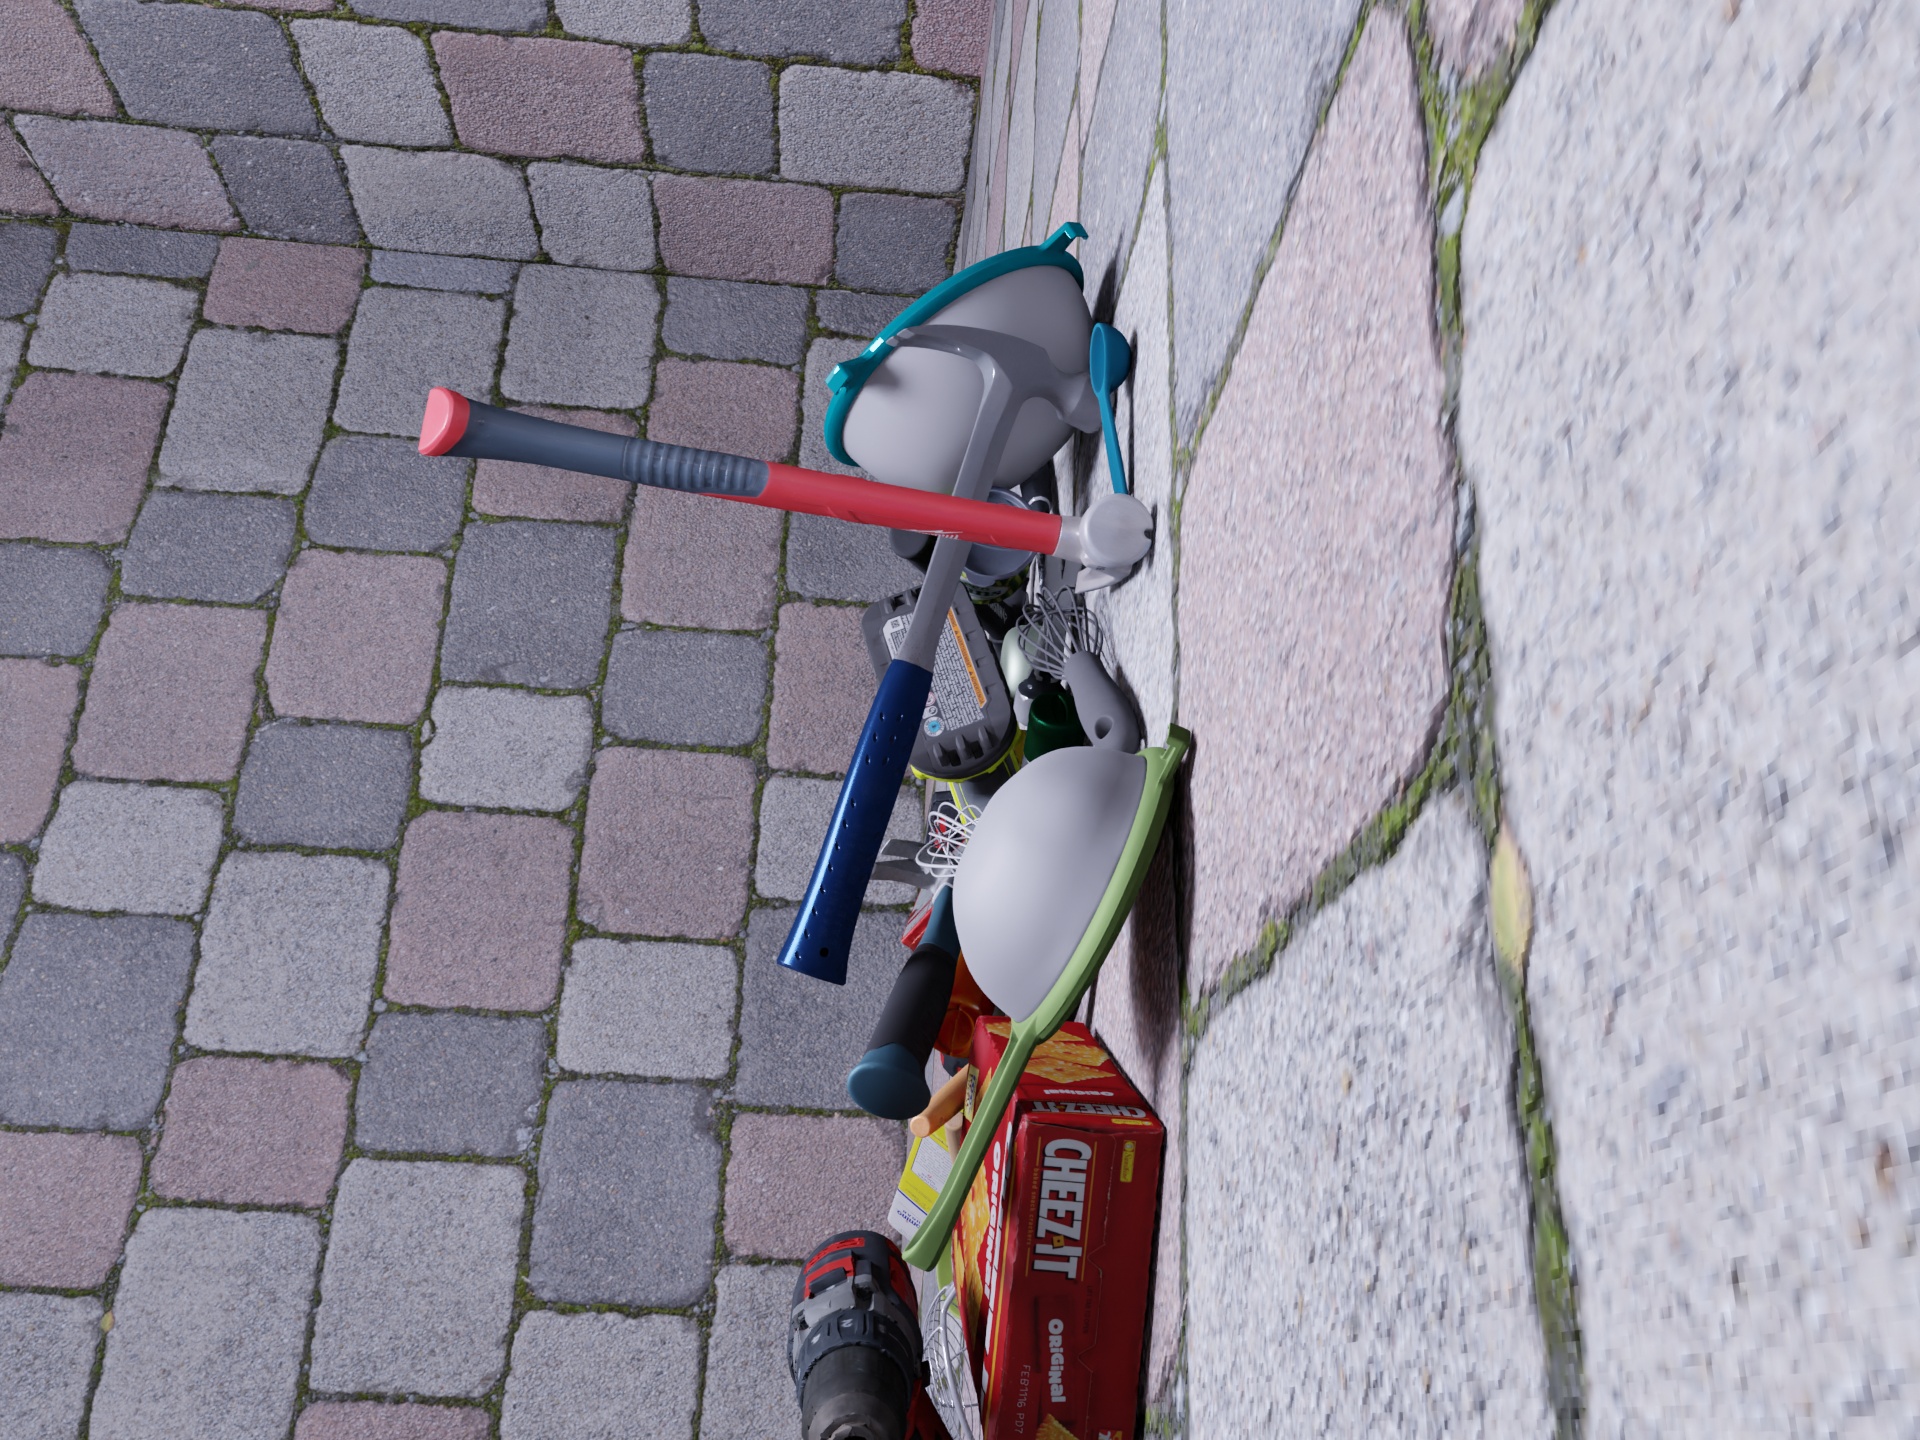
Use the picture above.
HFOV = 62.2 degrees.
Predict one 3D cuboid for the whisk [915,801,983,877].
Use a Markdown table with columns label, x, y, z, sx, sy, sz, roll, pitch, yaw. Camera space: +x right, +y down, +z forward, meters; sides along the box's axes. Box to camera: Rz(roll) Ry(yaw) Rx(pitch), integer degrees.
| label | x | y | z | sx | sy | sz | roll | pitch | yaw |
| --- | --- | --- | --- | --- | --- | --- | --- | --- | --- |
| whisk | 0.031 | 0.086 | 0.956 | 0.057 | 0.059 | 0.246 | 65 | 163 | -12 |

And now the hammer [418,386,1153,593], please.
| label | x | y | z | sx | sy | sz | roll | pitch | yaw |
| --- | --- | --- | --- | --- | --- | --- | --- | --- | --- |
| hammer | -0.096 | -0.125 | 0.874 | 0.143 | 0.386 | 0.038 | 153 | 127 | -85 |

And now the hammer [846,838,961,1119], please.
| label | x | y | z | sx | sy | sz | roll | pitch | yaw |
| --- | --- | --- | --- | --- | --- | --- | --- | --- | --- |
| hammer | -0.016 | 0.151 | 0.961 | 0.033 | 0.128 | 0.331 | -58 | 1 | 15 |

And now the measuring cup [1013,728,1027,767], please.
| label | x | y | z | sx | sy | sz | roll | pitch | yaw |
| --- | --- | --- | --- | --- | --- | --- | --- | --- | --- |
| measuring cup | 0.052 | 0.039 | 1.304 | 0.156 | 0.029 | 0.062 | 35 | -121 | -81 |

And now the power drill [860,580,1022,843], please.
| label | x | y | z | sx | sy | sz | roll | pitch | yaw |
| --- | --- | --- | --- | --- | --- | --- | --- | --- | --- |
| power drill | -0.002 | -0.004 | 1.123 | 0.223 | 0.080 | 0.171 | 65 | -175 | -68 |

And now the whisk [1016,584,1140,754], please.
| label | x | y | z | sx | sy | sz | roll | pitch | yaw |
| --- | --- | --- | --- | --- | --- | --- | --- | --- | --- |
| whisk | 0.068 | -0.027 | 0.907 | 0.239 | 0.055 | 0.055 | -107 | 21 | -68 |

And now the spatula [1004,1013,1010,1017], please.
| label | x | y | z | sx | sy | sz | roll | pitch | yaw |
| --- | --- | --- | --- | --- | --- | --- | --- | --- | --- |
| spatula | 0.039 | 0.269 | 1.224 | 0.060 | 0.018 | 0.315 | -100 | 13 | -59 |

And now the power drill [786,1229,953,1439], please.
| label | x | y | z | sx | sy | sz | roll | pitch | yaw |
| --- | --- | --- | --- | --- | --- | --- | --- | --- | --- |
| power drill | -0.015 | 0.359 | 0.721 | 0.188 | 0.080 | 0.226 | -168 | 54 | -86 |

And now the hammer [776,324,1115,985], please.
| label | x | y | z | sx | sy | sz | roll | pitch | yaw |
| --- | --- | --- | --- | --- | --- | --- | --- | --- | --- |
| hammer | -0.030 | -0.045 | 0.951 | 0.035 | 0.144 | 0.405 | -2 | 68 | 68 |

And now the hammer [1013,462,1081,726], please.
| label | x | y | z | sx | sy | sz | roll | pitch | yaw |
| --- | --- | --- | --- | --- | --- | --- | --- | --- | --- |
| hammer | 0.061 | -0.163 | 1.247 | 0.409 | 0.036 | 0.149 | -91 | 8 | -58 |

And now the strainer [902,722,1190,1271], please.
| label | x | y | z | sx | sy | sz | roll | pitch | yaw |
| --- | --- | --- | --- | --- | --- | --- | --- | --- | --- |
| strainer | 0.014 | 0.113 | 0.716 | 0.256 | 0.069 | 0.151 | -64 | 3 | -19 |

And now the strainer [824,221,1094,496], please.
| label | x | y | z | sx | sy | sz | roll | pitch | yaw |
| --- | --- | --- | --- | --- | --- | --- | --- | --- | --- |
| strainer | 0.021 | -0.195 | 1.137 | 0.095 | 0.211 | 0.340 | 55 | 172 | 14 |

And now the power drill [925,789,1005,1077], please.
| label | x | y | z | sx | sy | sz | roll | pitch | yaw |
| --- | --- | --- | --- | --- | --- | --- | --- | --- | --- |
| power drill | 0.014 | 0.172 | 1.312 | 0.143 | 0.078 | 0.220 | 99 | 171 | -53 |

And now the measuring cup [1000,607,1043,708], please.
| label | x | y | z | sx | sy | sz | roll | pitch | yaw |
| --- | --- | --- | --- | --- | --- | --- | --- | --- | --- |
| measuring cup | 0.048 | -0.058 | 1.281 | 0.168 | 0.038 | 0.083 | -98 | 12 | -63 |

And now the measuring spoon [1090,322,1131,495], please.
| label | x | y | z | sx | sy | sz | roll | pitch | yaw |
| --- | --- | --- | --- | --- | --- | --- | --- | --- | --- |
| measuring spoon | 0.095 | -0.172 | 0.923 | 0.042 | 0.021 | 0.129 | 106 | 159 | -69 |

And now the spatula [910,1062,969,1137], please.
| label | x | y | z | sx | sy | sz | roll | pitch | yaw |
| --- | --- | --- | --- | --- | --- | --- | --- | --- | --- |
| spatula | 0.019 | 0.206 | 0.999 | 0.322 | 0.041 | 0.081 | -10 | -75 | -72 |

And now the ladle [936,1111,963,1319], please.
| label | x | y | z | sx | sy | sz | roll | pitch | yaw |
| --- | --- | --- | --- | --- | --- | --- | --- | --- | --- |
| ladle | 0.000 | 0.325 | 1.057 | 0.319 | 0.062 | 0.078 | 81 | 179 | -55 |

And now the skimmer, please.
| label | x | y | z | sx | sy | sz | roll | pitch | yaw |
| --- | --- | --- | --- | --- | --- | --- | --- | --- | --- |
| skimmer | 0.048 | 0.299 | 0.961 | 0.127 | 0.090 | 0.363 | -71 | -2 | -71 |

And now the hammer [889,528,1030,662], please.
| label | x | y | z | sx | sy | sz | roll | pitch | yaw |
| --- | --- | --- | --- | --- | --- | --- | --- | --- | --- |
| hammer | 0.006 | -0.097 | 1.250 | 0.334 | 0.035 | 0.146 | 33 | -122 | -73 |
